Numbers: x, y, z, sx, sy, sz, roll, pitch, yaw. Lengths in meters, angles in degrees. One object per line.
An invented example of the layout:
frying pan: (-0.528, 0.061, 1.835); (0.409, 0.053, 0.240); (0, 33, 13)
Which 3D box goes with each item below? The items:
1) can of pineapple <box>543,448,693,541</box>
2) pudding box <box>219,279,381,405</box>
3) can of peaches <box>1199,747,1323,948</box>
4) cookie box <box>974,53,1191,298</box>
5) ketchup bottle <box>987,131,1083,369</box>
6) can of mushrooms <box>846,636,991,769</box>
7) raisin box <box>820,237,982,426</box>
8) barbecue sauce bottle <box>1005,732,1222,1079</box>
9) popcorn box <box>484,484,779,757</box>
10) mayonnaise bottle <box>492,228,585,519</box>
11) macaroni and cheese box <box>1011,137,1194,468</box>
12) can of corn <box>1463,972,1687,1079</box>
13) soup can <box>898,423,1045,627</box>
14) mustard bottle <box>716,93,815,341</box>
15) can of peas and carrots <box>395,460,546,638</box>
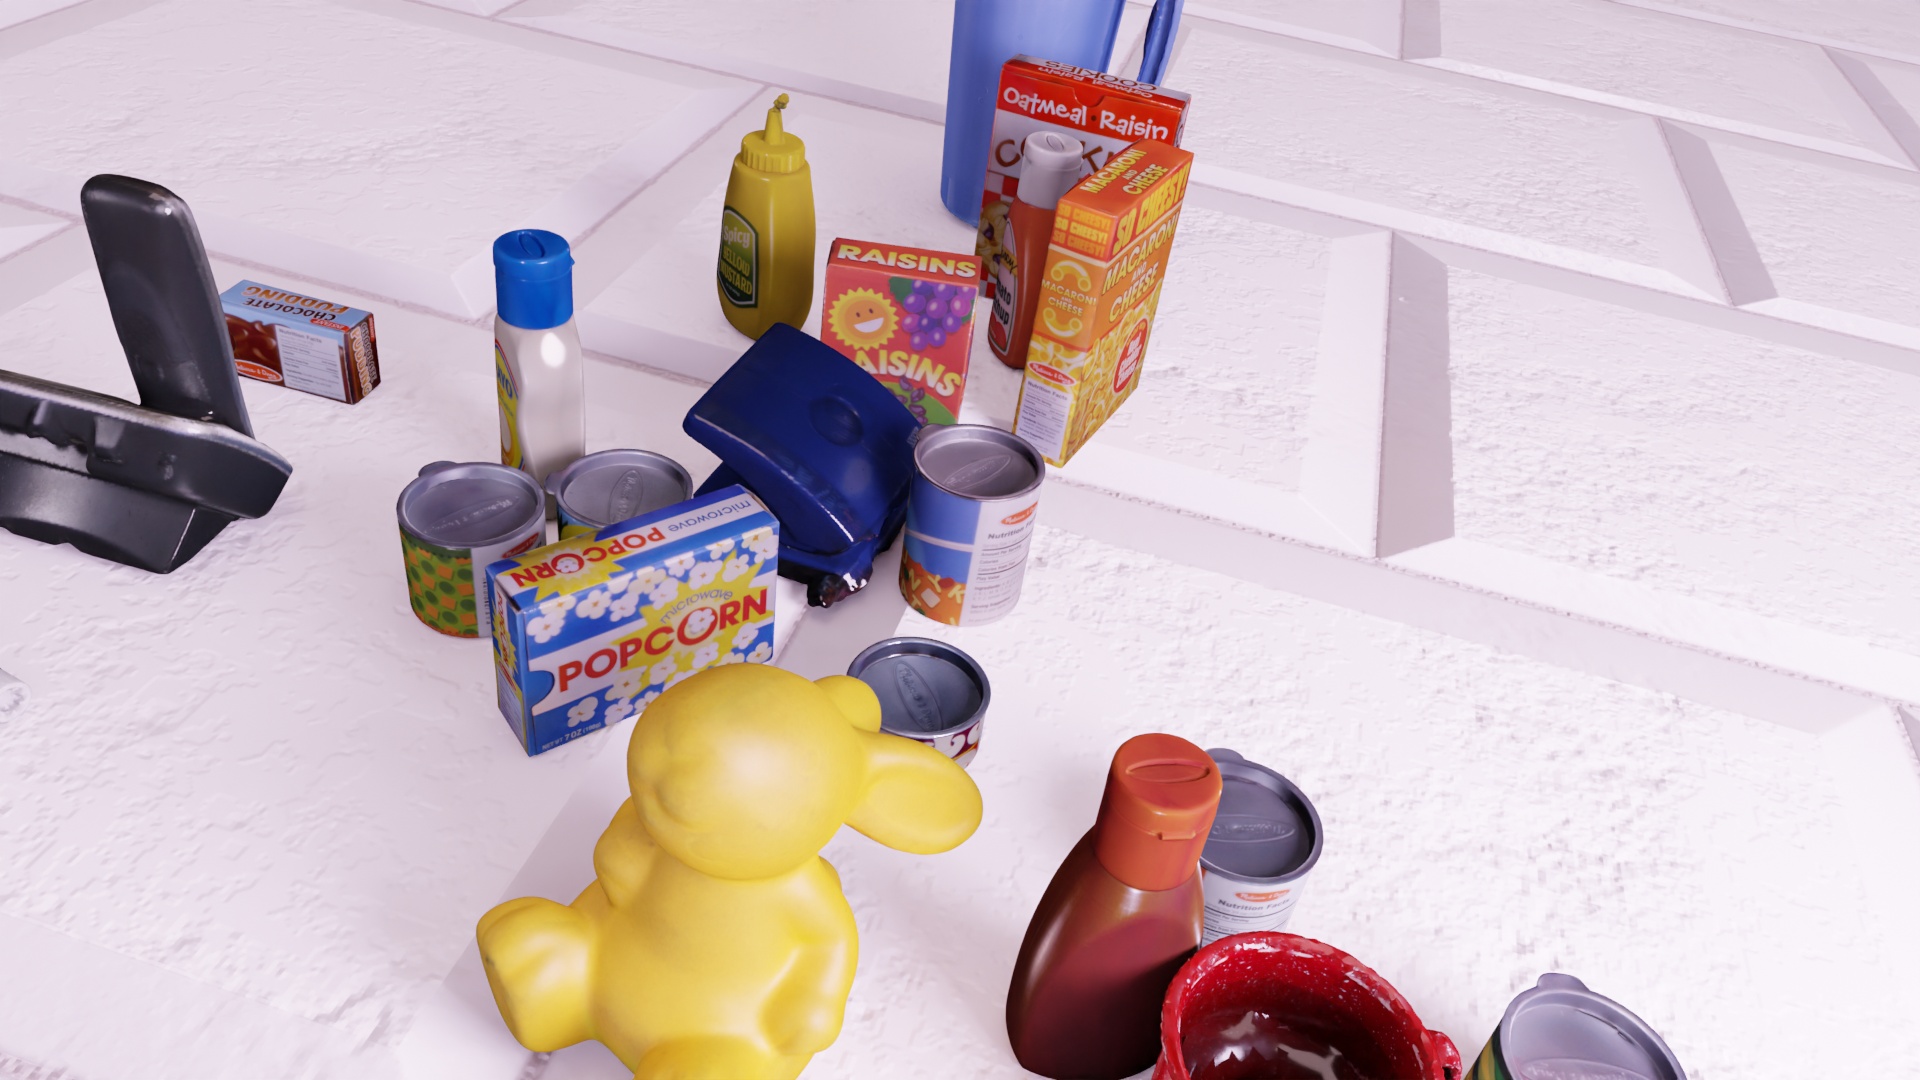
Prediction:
can of pineapple: (-0.168, -0.005, 0.691); (0.071, 0.057, 0.071); (6, 37, -5)
pudding box: (-0.379, -0.114, 0.794); (0.084, 0.049, 0.030); (14, 37, 6)
can of peaches: (0.109, 0.131, 0.574); (0.071, 0.057, 0.071); (6, 37, -5)
cookie box: (0.079, -0.236, 0.955); (0.123, 0.166, 0.040); (16, 38, 9)
ketchup bottle: (0.050, -0.188, 0.902); (0.043, 0.148, 0.065); (-1, 38, -14)
can of mushrooms: (-0.023, 0.078, 0.635); (0.071, 0.033, 0.071); (6, 37, -5)
raisin box: (-0.038, -0.106, 0.798); (0.086, 0.122, 0.040); (8, 37, -2)
barbecue sauce bottle: (0.057, 0.132, 0.488); (0.065, 0.147, 0.044); (1, 38, -11)
popcorn box: (-0.144, 0.034, 0.624); (0.127, 0.084, 0.038); (-21, 47, -34)
mayonnaise bottle: (-0.216, -0.085, 0.711); (0.041, 0.147, 0.065); (-14, 43, -28)
macaroni and cheese box: (0.084, -0.144, 0.837); (0.040, 0.165, 0.124); (23, 39, 18)
can of corn: (0.218, 0.204, 0.503); (0.071, 0.058, 0.071); (6, 37, -5)
soup can: (0.003, -0.009, 0.712); (0.071, 0.083, 0.072); (6, 37, -5)
mustard bottle: (-0.122, -0.206, 0.879); (0.049, 0.159, 0.065); (-23, 48, -35)
can of peas and carrots: (-0.234, 0.003, 0.666); (0.071, 0.058, 0.071); (6, 37, -5)
